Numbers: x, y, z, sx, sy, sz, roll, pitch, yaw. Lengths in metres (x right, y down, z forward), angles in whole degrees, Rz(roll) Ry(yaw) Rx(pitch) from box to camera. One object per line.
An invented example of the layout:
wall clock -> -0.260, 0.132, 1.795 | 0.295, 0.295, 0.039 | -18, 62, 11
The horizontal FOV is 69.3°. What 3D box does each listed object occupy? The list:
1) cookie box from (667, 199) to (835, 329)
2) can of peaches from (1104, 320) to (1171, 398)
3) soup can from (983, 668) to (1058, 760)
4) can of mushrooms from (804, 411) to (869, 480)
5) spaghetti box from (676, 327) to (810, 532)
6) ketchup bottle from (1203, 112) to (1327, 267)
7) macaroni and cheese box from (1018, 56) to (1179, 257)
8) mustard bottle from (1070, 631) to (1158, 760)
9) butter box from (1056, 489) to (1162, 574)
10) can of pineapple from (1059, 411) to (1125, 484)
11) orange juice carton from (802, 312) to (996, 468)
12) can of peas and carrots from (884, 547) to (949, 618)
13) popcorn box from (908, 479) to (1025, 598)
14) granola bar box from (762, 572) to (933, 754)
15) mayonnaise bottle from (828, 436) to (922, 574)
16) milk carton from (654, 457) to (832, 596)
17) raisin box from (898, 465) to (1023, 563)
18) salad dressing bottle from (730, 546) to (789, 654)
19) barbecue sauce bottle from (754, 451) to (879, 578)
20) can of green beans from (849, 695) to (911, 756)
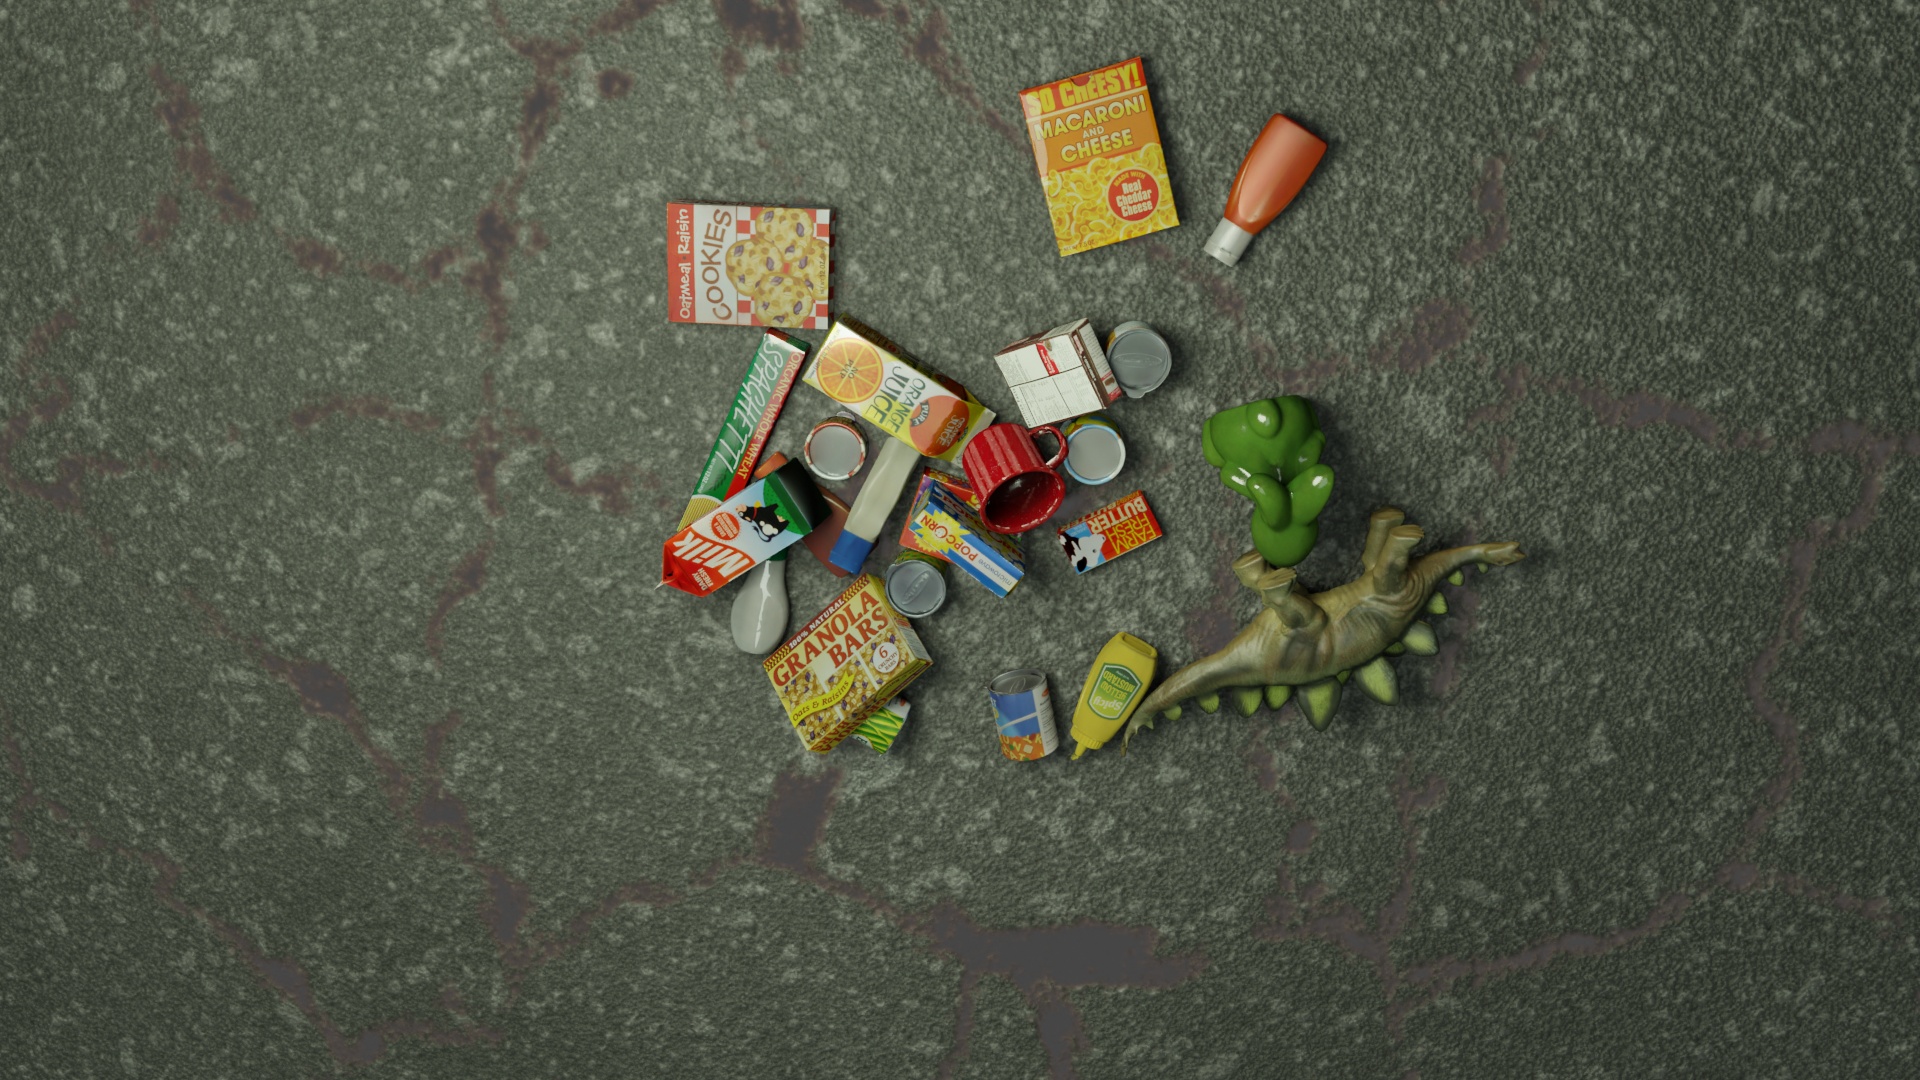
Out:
cookie box -> -0.215, -0.285, 1.430 | 0.167, 0.040, 0.122 | 3, 107, 3
can of peaches -> 0.181, -0.187, 1.425 | 0.071, 0.058, 0.071 | 1, 108, 3
soup can -> 0.068, 0.193, 1.546 | 0.071, 0.071, 0.083 | -10, 107, 7
can of mushrooms -> -0.132, -0.101, 1.485 | 0.071, 0.033, 0.070 | 1, 107, 4
spaghetti box -> -0.234, -0.108, 1.492 | 0.050, 0.029, 0.249 | 26, 107, -5
ketchup bottle -> 0.297, -0.344, 1.377 | 0.065, 0.044, 0.148 | 31, 107, -5
macaroni and cheese box -> 0.138, -0.379, 1.378 | 0.124, 0.040, 0.166 | -14, 106, 7
mustard bottle -> 0.162, 0.182, 1.542 | 0.065, 0.049, 0.159 | 27, 107, 7
butter box -> 0.161, -0.009, 1.499 | 0.103, 0.024, 0.053 | -26, 104, 11
can of pineapple -> 0.137, -0.097, 1.455 | 0.071, 0.058, 0.070 | 1, 107, 4
orange juice carton -> -0.061, -0.153, 1.444 | 0.193, 0.073, 0.071 | 31, 106, -7
can of peas and carrots -> -0.048, 0.043, 1.510 | 0.071, 0.059, 0.070 | 1, 107, 4
popcorn box -> 0.009, -0.002, 1.437 | 0.126, 0.085, 0.038 | 37, 107, -8
granola bar box -> -0.126, 0.134, 1.518 | 0.165, 0.039, 0.124 | -41, 59, 14
mayonnaise bottle -> -0.091, -0.037, 1.467 | 0.041, 0.065, 0.148 | 27, 88, -10
milk carton -> -0.238, -0.004, 1.462 | 0.190, 0.072, 0.073 | -30, 99, 19
raisin box -> 0.005, -0.019, 1.498 | 0.123, 0.040, 0.085 | 19, 108, -3
salad dressing bottle -> -0.215, 0.050, 1.532 | 0.064, 0.044, 0.147 | 14, 106, 5
barbecue sauce bottle -> -0.159, -0.031, 1.503 | 0.065, 0.044, 0.148 | -42, 100, 7
can of green beans -> -0.096, 0.198, 1.557 | 0.058, 0.071, 0.071 | 30, 107, -5
